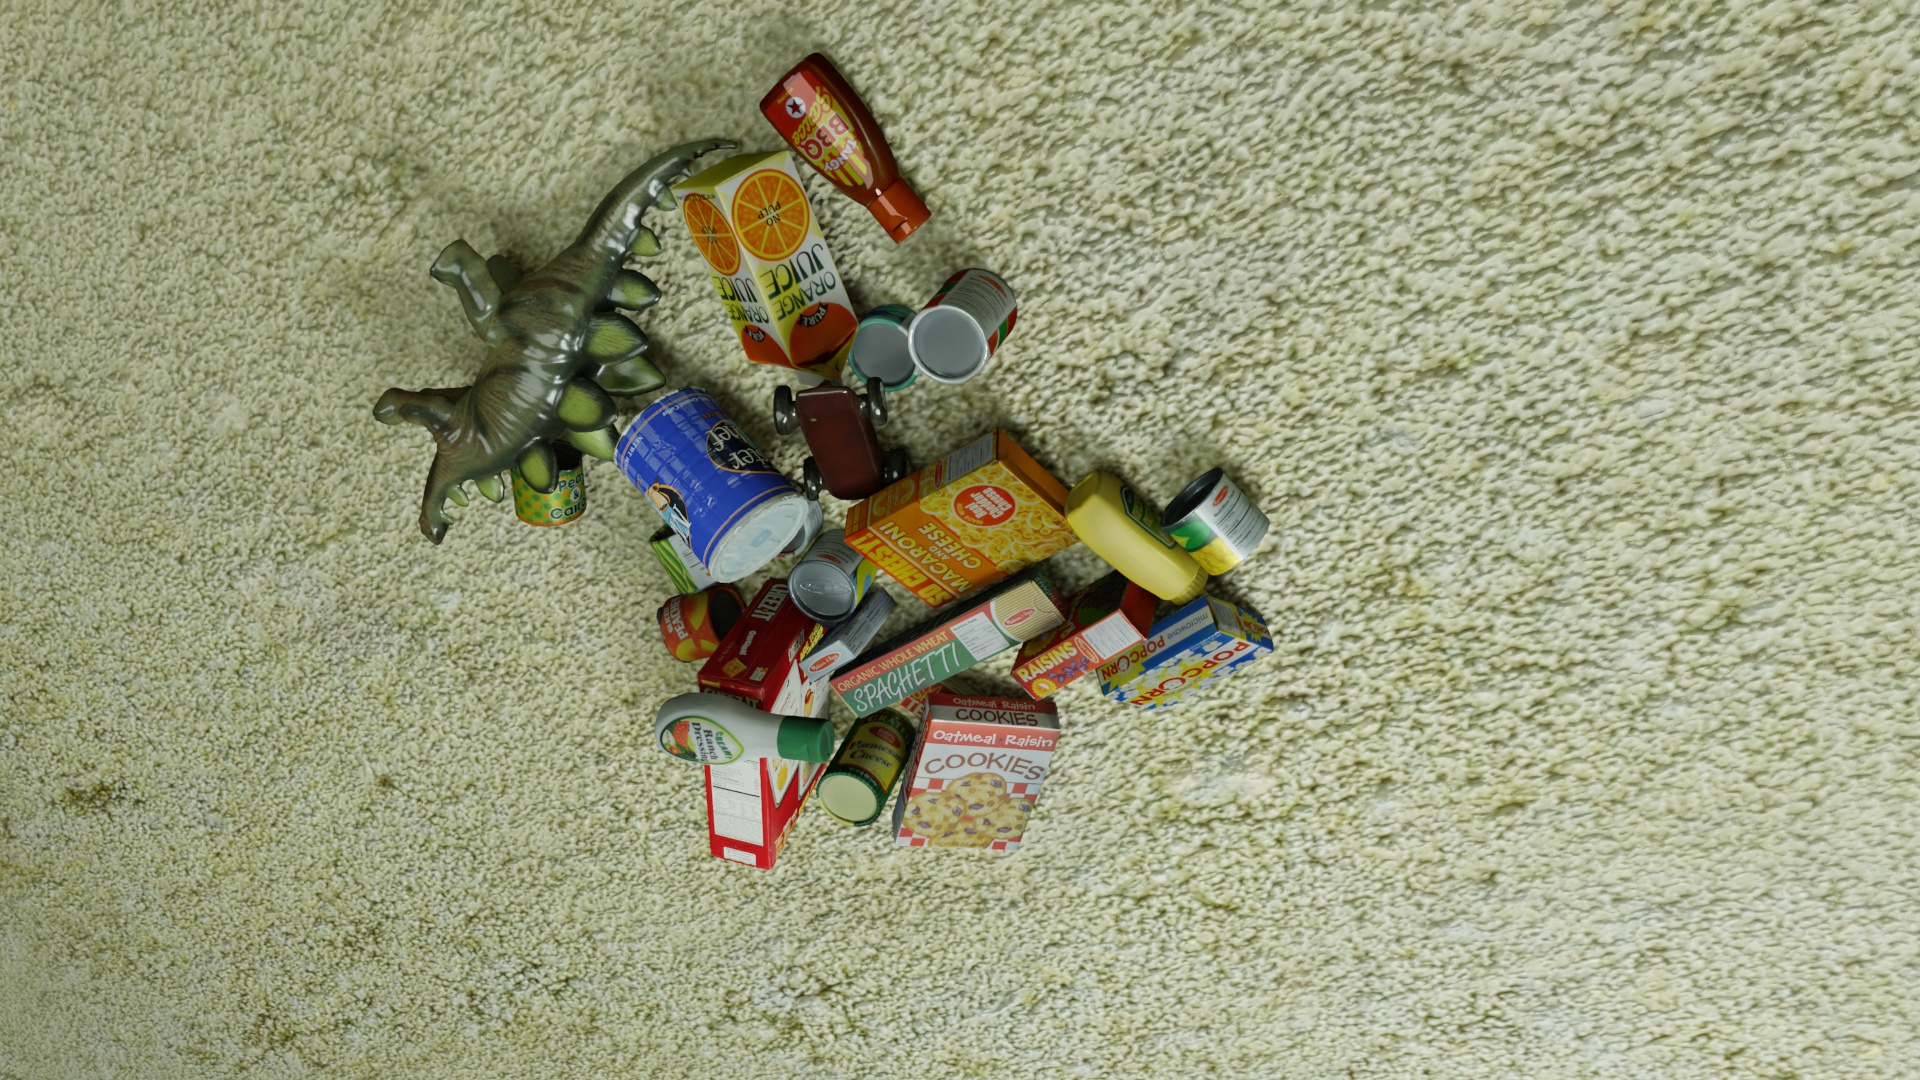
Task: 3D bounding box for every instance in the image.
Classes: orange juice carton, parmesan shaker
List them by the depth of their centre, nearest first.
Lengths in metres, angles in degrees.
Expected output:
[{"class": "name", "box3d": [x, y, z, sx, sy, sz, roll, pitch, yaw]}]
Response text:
[{"class": "orange juice carton", "box3d": [-0.145, -0.204, 1.099, 0.072, 0.073, 0.192, 14, 133, 50]}, {"class": "parmesan shaker", "box3d": [-0.086, 0.217, 1.324, 0.071, 0.103, 0.071, 9, 121, 14]}]

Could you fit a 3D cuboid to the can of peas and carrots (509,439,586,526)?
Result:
[{"class": "can of peas and carrots", "box3d": [-0.382, -0.053, 1.293, 0.071, 0.071, 0.058, 12, 123, 13]}]

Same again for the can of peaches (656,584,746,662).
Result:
[{"class": "can of peaches", "box3d": [-0.244, 0.078, 1.319, 0.058, 0.071, 0.071, -14, 113, 25]}]

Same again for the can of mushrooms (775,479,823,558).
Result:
[{"class": "can of mushrooms", "box3d": [-0.163, -0.020, 1.256, 0.071, 0.034, 0.070, 9, 122, 14]}]

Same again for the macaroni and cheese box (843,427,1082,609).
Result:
[{"class": "macaroni and cheese box", "box3d": [0.004, -0.015, 1.171, 0.166, 0.040, 0.123, -26, 132, 31]}]

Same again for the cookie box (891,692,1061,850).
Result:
[{"class": "cookie box", "box3d": [0.013, 0.218, 1.300, 0.123, 0.040, 0.166, 6, 125, -14]}]

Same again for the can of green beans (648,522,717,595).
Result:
[{"class": "can of green beans", "box3d": [-0.245, 0.009, 1.282, 0.071, 0.071, 0.057, -18, 111, 27]}]

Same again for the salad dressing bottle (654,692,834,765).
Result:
[{"class": "salad dressing bottle", "box3d": [-0.180, 0.161, 1.160, 0.147, 0.044, 0.064, 3, 122, 16]}]

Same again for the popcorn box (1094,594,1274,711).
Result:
[{"class": "popcorn box", "box3d": [0.188, 0.097, 1.172, 0.126, 0.038, 0.085, -34, 145, 32]}]

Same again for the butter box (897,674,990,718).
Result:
[{"class": "butter box", "box3d": [-0.025, 0.144, 1.308, 0.103, 0.024, 0.053, 34, 124, -2]}]

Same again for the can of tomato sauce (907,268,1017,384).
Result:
[{"class": "can of tomato sauce", "box3d": [0.001, -0.166, 1.083, 0.071, 0.083, 0.070, 9, 121, 15]}]

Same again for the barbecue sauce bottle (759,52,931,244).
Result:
[{"class": "barbecue sauce bottle", "box3d": [-0.083, -0.295, 1.062, 0.064, 0.044, 0.148, -34, 104, 31]}]

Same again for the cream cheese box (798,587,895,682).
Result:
[{"class": "cream cheese box", "box3d": [-0.100, 0.084, 1.252, 0.053, 0.104, 0.024, -30, 102, 30]}]

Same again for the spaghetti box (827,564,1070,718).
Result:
[{"class": "spaghetti box", "box3d": [-0.015, 0.094, 1.237, 0.249, 0.029, 0.050, -28, 109, 32]}]

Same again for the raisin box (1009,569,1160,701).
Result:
[{"class": "raisin box", "box3d": [0.107, 0.076, 1.185, 0.123, 0.086, 0.040, -34, 106, 32]}]

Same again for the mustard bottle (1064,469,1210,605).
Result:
[{"class": "mustard bottle", "box3d": [0.157, 0.009, 1.146, 0.160, 0.065, 0.048, 39, 119, -16]}]

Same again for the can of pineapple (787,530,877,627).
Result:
[{"class": "can of pineapple", "box3d": [-0.115, 0.033, 1.255, 0.071, 0.058, 0.070, 9, 121, 15]}]

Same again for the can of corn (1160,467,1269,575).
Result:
[{"class": "can of corn", "box3d": [0.203, -0.014, 1.113, 0.058, 0.071, 0.071, 44, 123, -9]}]

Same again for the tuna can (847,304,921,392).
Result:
[{"class": "tuna can", "box3d": [-0.061, -0.157, 1.140, 0.071, 0.033, 0.070, 8, 121, 14]}]
